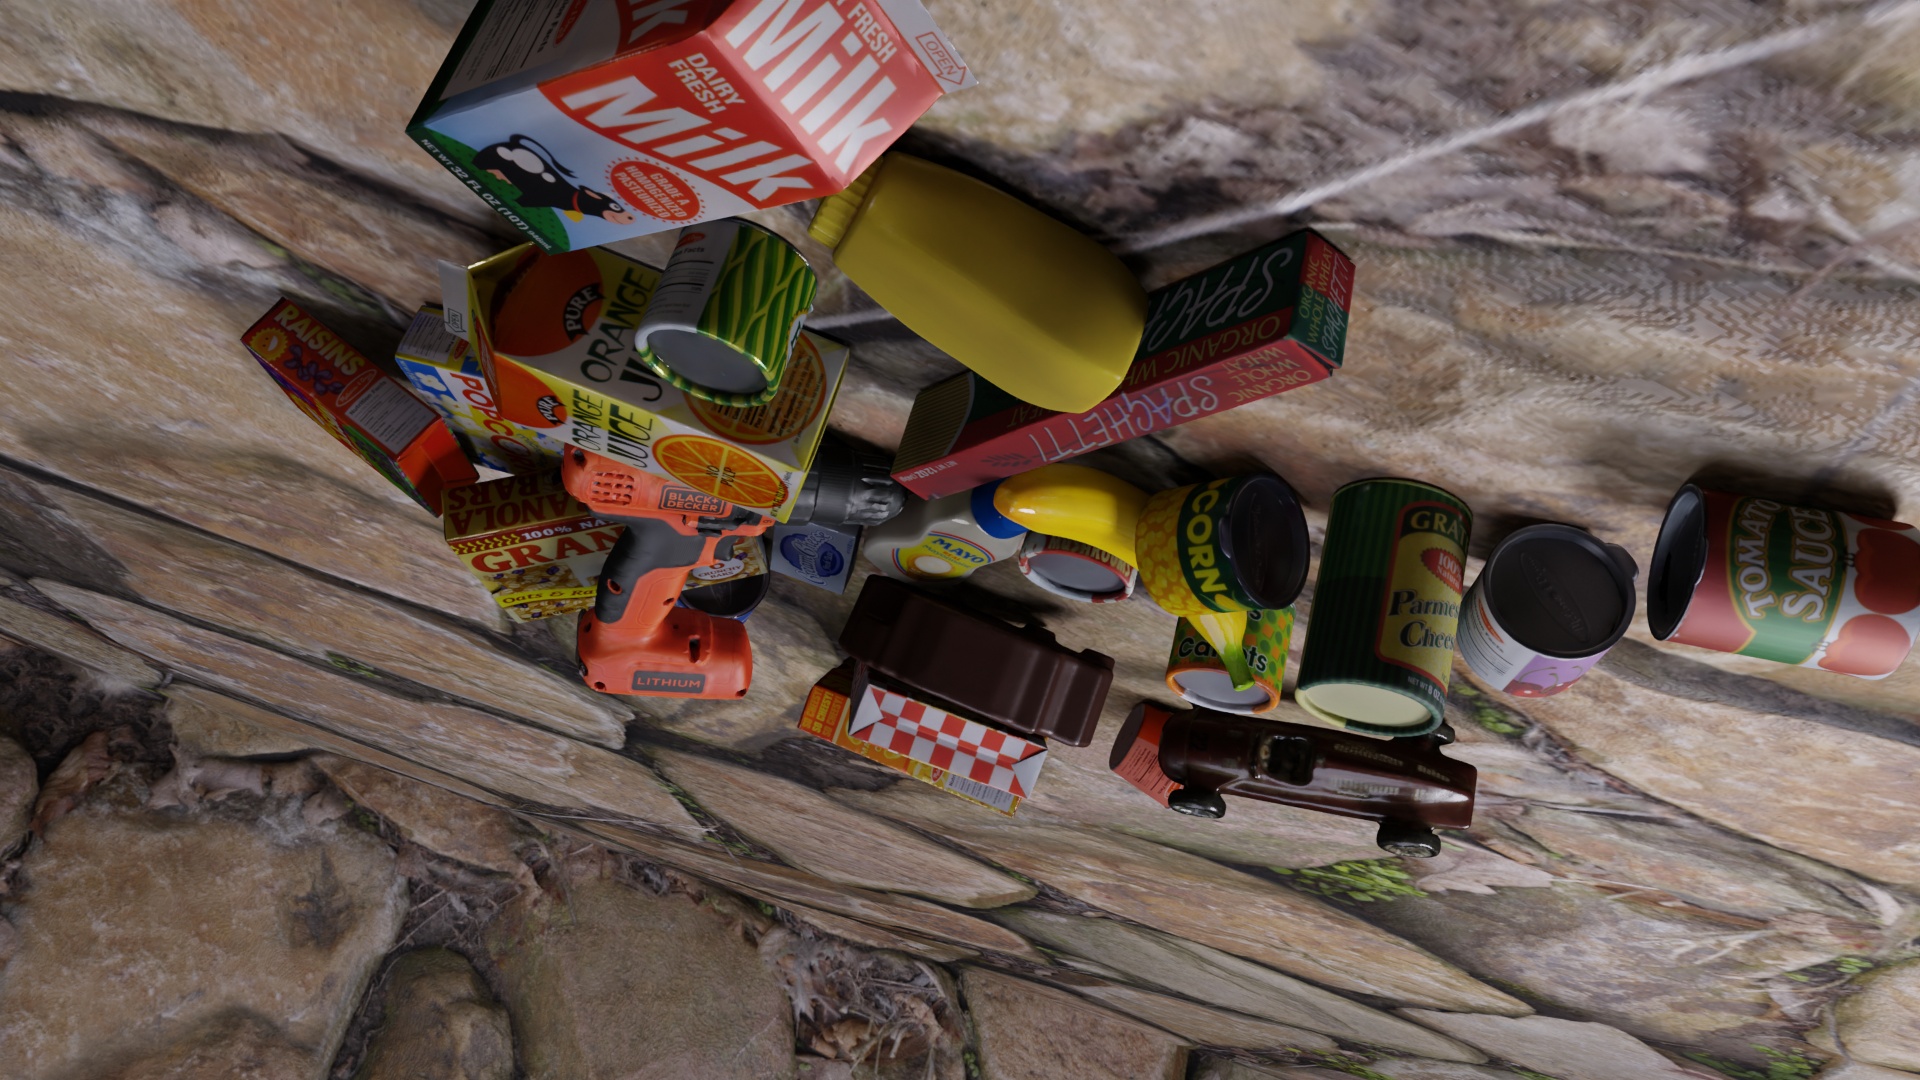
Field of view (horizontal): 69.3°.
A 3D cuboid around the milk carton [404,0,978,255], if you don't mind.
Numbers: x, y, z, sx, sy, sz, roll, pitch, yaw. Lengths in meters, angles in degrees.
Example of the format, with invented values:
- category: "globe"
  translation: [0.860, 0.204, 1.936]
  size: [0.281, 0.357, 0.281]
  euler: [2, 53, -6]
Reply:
- category: "milk carton"
  translation: [-0.089, -0.157, 0.462]
  size: [0.190, 0.074, 0.072]
  euler: [-2, 150, 36]

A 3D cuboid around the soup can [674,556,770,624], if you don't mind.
- category: "soup can"
  translation: [-0.173, 0.033, 0.948]
  size: [0.071, 0.071, 0.083]
  euler: [22, 156, -11]

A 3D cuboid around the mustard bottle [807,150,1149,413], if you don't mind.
- category: "mustard bottle"
  translation: [-0.006, -0.109, 0.529]
  size: [0.160, 0.065, 0.048]
  euler: [29, 149, -12]

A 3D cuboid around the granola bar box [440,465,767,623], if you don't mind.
- category: "granola bar box"
  translation: [-0.209, -0.004, 0.842]
  size: [0.166, 0.039, 0.123]
  euler: [-12, 155, -3]

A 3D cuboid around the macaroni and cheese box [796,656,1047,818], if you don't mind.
- category: "macaroni and cheese box"
  translation: [-0.023, 0.139, 1.030]
  size: [0.166, 0.040, 0.124]
  euler: [22, -171, 7]

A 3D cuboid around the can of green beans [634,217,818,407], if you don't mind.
- category: "can of green beans"
  translation: [-0.104, -0.100, 0.618]
  size: [0.071, 0.058, 0.071]
  euler: [14, 157, 6]

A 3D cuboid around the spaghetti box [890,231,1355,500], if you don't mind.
- category: "spaghetti box"
  translation: [0.057, -0.066, 0.593]
  size: [0.028, 0.050, 0.249]
  euler: [30, 153, -30]

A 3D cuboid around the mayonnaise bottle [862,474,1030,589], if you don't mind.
- category: "mayonnaise bottle"
  translation: [0.003, -0.010, 0.767]
  size: [0.065, 0.041, 0.147]
  euler: [26, 156, -22]

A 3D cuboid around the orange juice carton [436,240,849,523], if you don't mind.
- category: "orange juice carton"
  translation: [-0.158, -0.084, 0.674]
  size: [0.193, 0.073, 0.071]
  euler: [21, 156, -7]

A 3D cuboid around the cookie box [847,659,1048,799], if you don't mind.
- category: "cookie box"
  translation: [-0.012, 0.111, 0.951]
  size: [0.123, 0.040, 0.168]
  euler: [20, -172, -6]

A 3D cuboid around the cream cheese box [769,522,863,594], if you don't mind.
- category: "cream cheese box"
  translation: [-0.091, -0.001, 0.874]
  size: [0.053, 0.024, 0.103]
  euler: [19, 157, -1]

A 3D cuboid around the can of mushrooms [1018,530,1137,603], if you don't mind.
- category: "can of mushrooms"
  translation: [0.068, 0.006, 0.768]
  size: [0.071, 0.033, 0.070]
  euler: [15, 157, 7]

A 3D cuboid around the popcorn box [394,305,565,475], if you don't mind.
- category: "popcorn box"
  translation: [-0.256, -0.078, 0.797]
  size: [0.085, 0.038, 0.126]
  euler: [13, 156, 8]

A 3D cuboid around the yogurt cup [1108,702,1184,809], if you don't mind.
- category: "yogurt cup"
  translation: [0.144, 0.154, 1.009]
  size: [0.054, 0.073, 0.072]
  euler: [27, 156, -3]

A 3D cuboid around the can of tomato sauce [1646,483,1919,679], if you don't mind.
- category: "can of tomato sauce"
  translation: [0.334, 0.016, 0.565]
  size: [0.083, 0.071, 0.071]
  euler: [11, 156, 12]

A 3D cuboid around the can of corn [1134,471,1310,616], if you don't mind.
- category: "can of corn"
  translation: [0.126, 0.003, 0.677]
  size: [0.071, 0.071, 0.058]
  euler: [34, 152, -34]

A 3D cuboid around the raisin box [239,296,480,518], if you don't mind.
- category: "raisin box"
  translation: [-0.348, -0.077, 0.811]
  size: [0.123, 0.040, 0.085]
  euler: [36, 161, 10]

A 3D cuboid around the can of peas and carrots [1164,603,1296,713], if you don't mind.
- category: "can of peas and carrots"
  translation: [0.154, 0.060, 0.795]
  size: [0.071, 0.059, 0.070]
  euler: [14, 156, 6]

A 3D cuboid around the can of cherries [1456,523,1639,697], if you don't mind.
- category: "can of cherries"
  translation: [0.273, 0.033, 0.648]
  size: [0.071, 0.072, 0.058]
  euler: [12, 156, 11]

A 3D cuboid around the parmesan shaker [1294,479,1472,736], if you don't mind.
- category: "parmesan shaker"
  translation: [0.200, 0.033, 0.648]
  size: [0.071, 0.103, 0.071]
  euler: [14, 156, 6]
